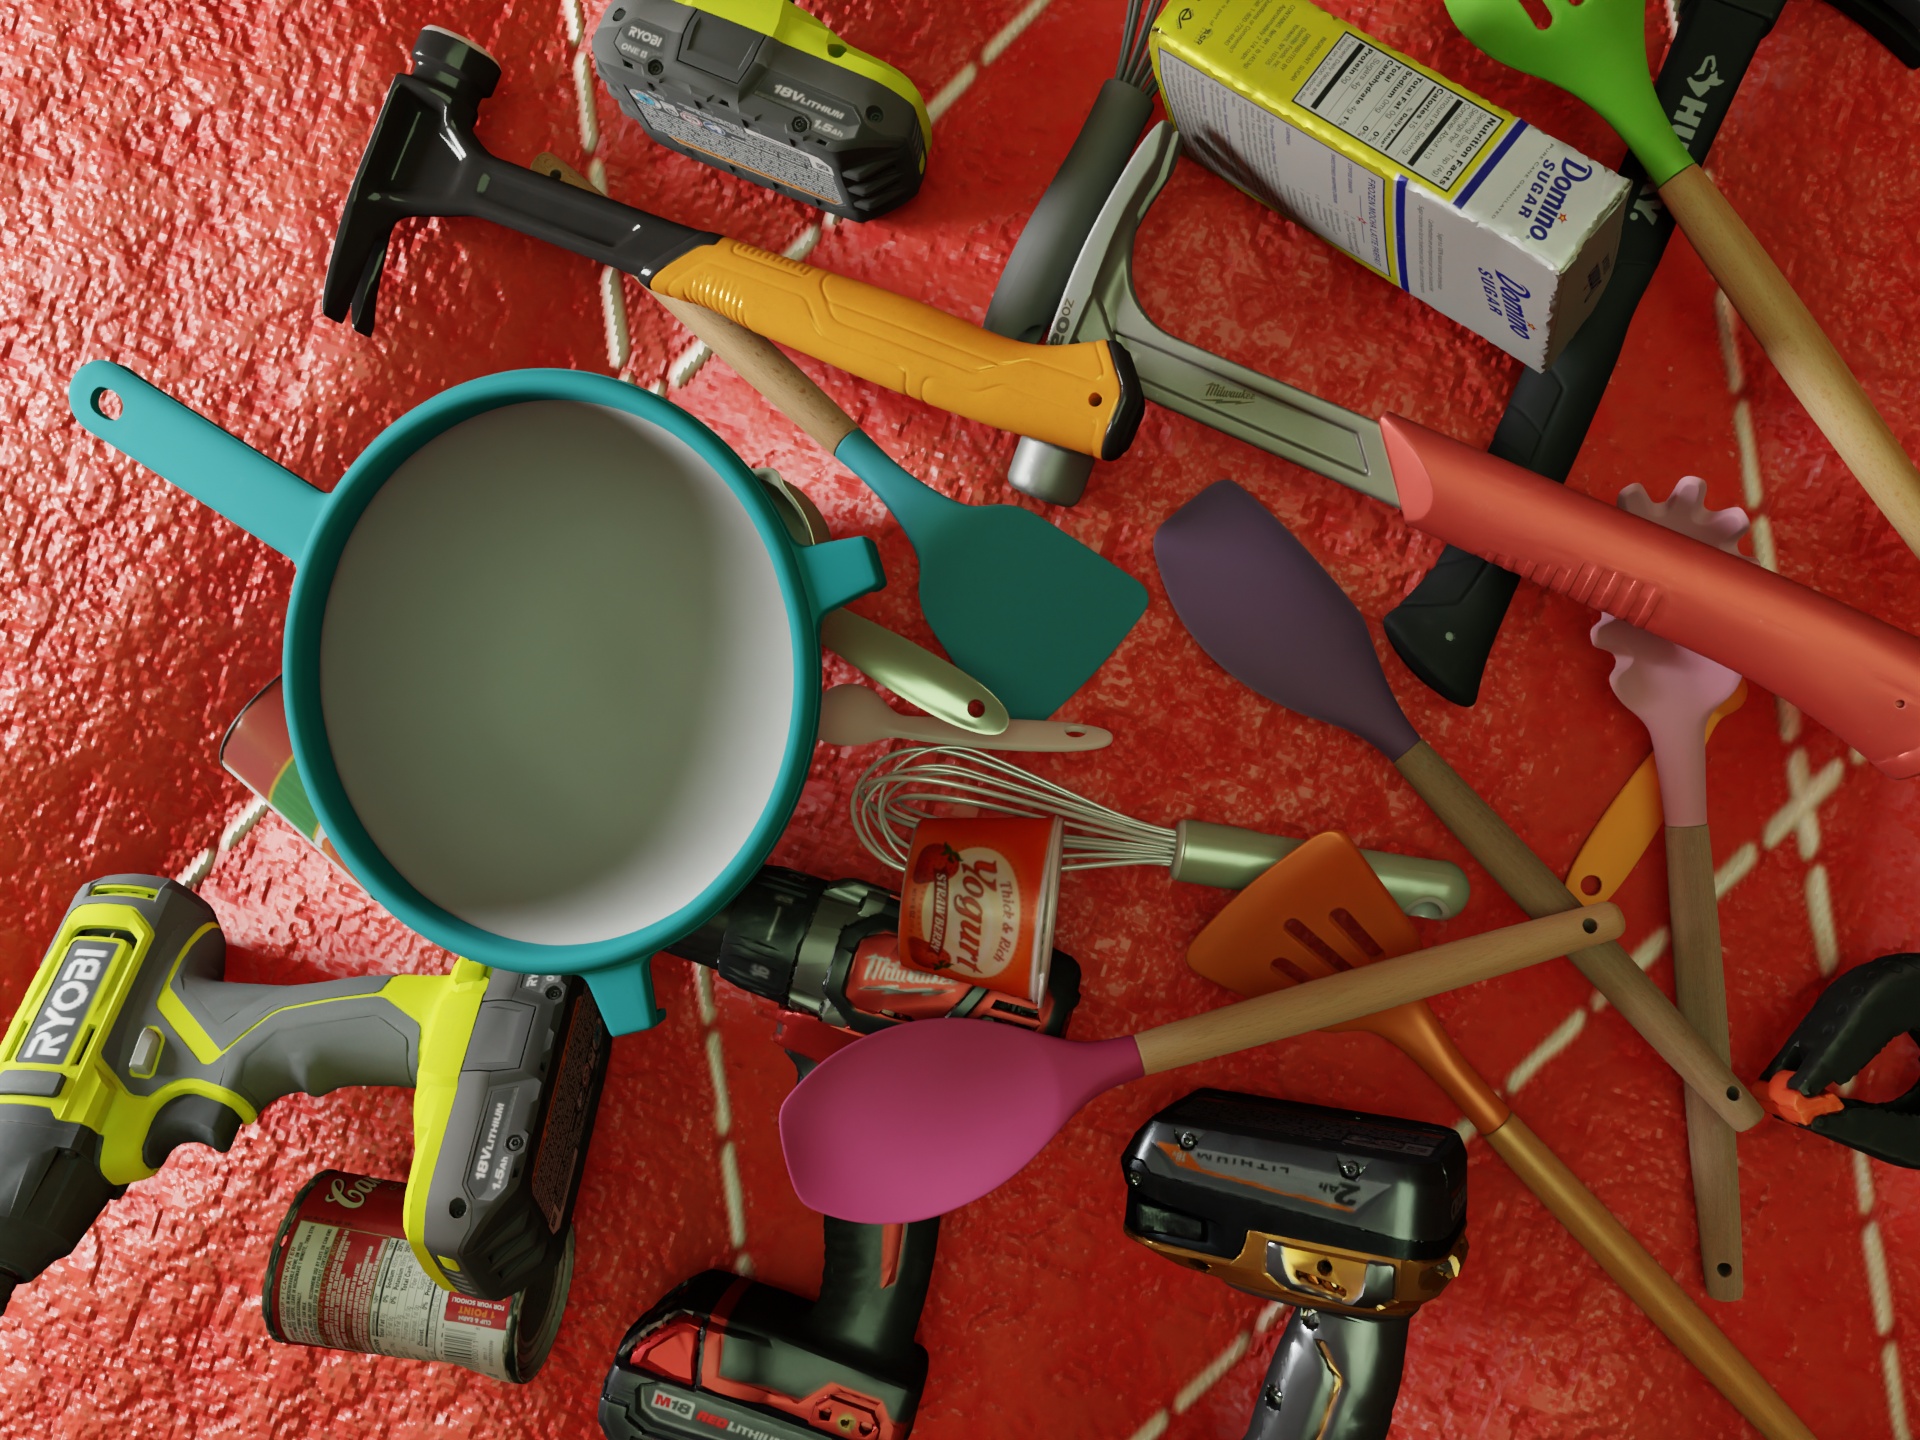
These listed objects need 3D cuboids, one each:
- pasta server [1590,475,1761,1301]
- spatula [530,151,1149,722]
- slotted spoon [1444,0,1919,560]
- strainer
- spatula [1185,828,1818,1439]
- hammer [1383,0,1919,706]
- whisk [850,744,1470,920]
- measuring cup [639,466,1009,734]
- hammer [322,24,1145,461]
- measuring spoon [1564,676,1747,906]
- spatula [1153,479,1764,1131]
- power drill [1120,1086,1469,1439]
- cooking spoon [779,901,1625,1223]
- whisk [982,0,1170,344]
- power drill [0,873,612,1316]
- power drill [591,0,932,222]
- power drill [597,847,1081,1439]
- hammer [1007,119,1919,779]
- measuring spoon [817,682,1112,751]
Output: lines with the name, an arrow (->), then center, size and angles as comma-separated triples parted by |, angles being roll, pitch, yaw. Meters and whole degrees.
pasta server -> 0.278, 0.068, 0.604 | 0.060, 0.040, 0.316 | -5, 93, 21
spatula -> -0.063, -0.127, 0.656 | 0.317, 0.044, 0.082 | 44, 95, 9
slotted spoon -> 0.281, -0.181, 0.587 | 0.070, 0.031, 0.314 | -33, 87, 7
strainer -> -0.189, -0.049, 0.608 | 0.340, 0.095, 0.211 | 30, 100, 15
spatula -> 0.224, 0.177, 0.613 | 0.081, 0.041, 0.322 | -44, 87, 17
hammer -> 0.255, -0.163, 0.620 | 0.146, 0.035, 0.335 | 24, 91, 6
whisk -> 0.078, 0.049, 0.628 | 0.246, 0.057, 0.059 | 9, 57, 1
measuring cup -> -0.049, -0.041, 0.636 | 0.167, 0.038, 0.083 | 31, 102, 9
hammer -> -0.090, -0.165, 0.623 | 0.337, 0.034, 0.127 | 22, 91, 12
measuring spoon -> 0.273, 0.029, 0.625 | 0.021, 0.011, 0.117 | 34, 92, 5
spatula -> 0.189, 0.032, 0.617 | 0.060, 0.018, 0.316 | -40, 79, -7
power drill -> 0.097, 0.259, 0.596 | 0.185, 0.084, 0.226 | 3, 90, 26
cooking spoon -> 0.090, 0.116, 0.582 | 0.319, 0.017, 0.069 | -16, 72, -2
whisk -> 0.066, -0.249, 0.634 | 0.055, 0.055, 0.239 | 27, 95, 5
power drill -> -0.261, 0.148, 0.610 | 0.223, 0.080, 0.171 | 3, 51, 3
power drill -> -0.029, -0.325, 0.629 | 0.190, 0.080, 0.228 | 23, 88, 6
power drill -> -0.071, 0.168, 0.625 | 0.188, 0.080, 0.227 | 18, 88, 5
hammer -> 0.197, -0.086, 0.578 | 0.359, 0.036, 0.149 | 27, 106, 16
measuring spoon -> -0.001, -0.002, 0.634 | 0.124, 0.034, 0.018 | 4, 120, 11
